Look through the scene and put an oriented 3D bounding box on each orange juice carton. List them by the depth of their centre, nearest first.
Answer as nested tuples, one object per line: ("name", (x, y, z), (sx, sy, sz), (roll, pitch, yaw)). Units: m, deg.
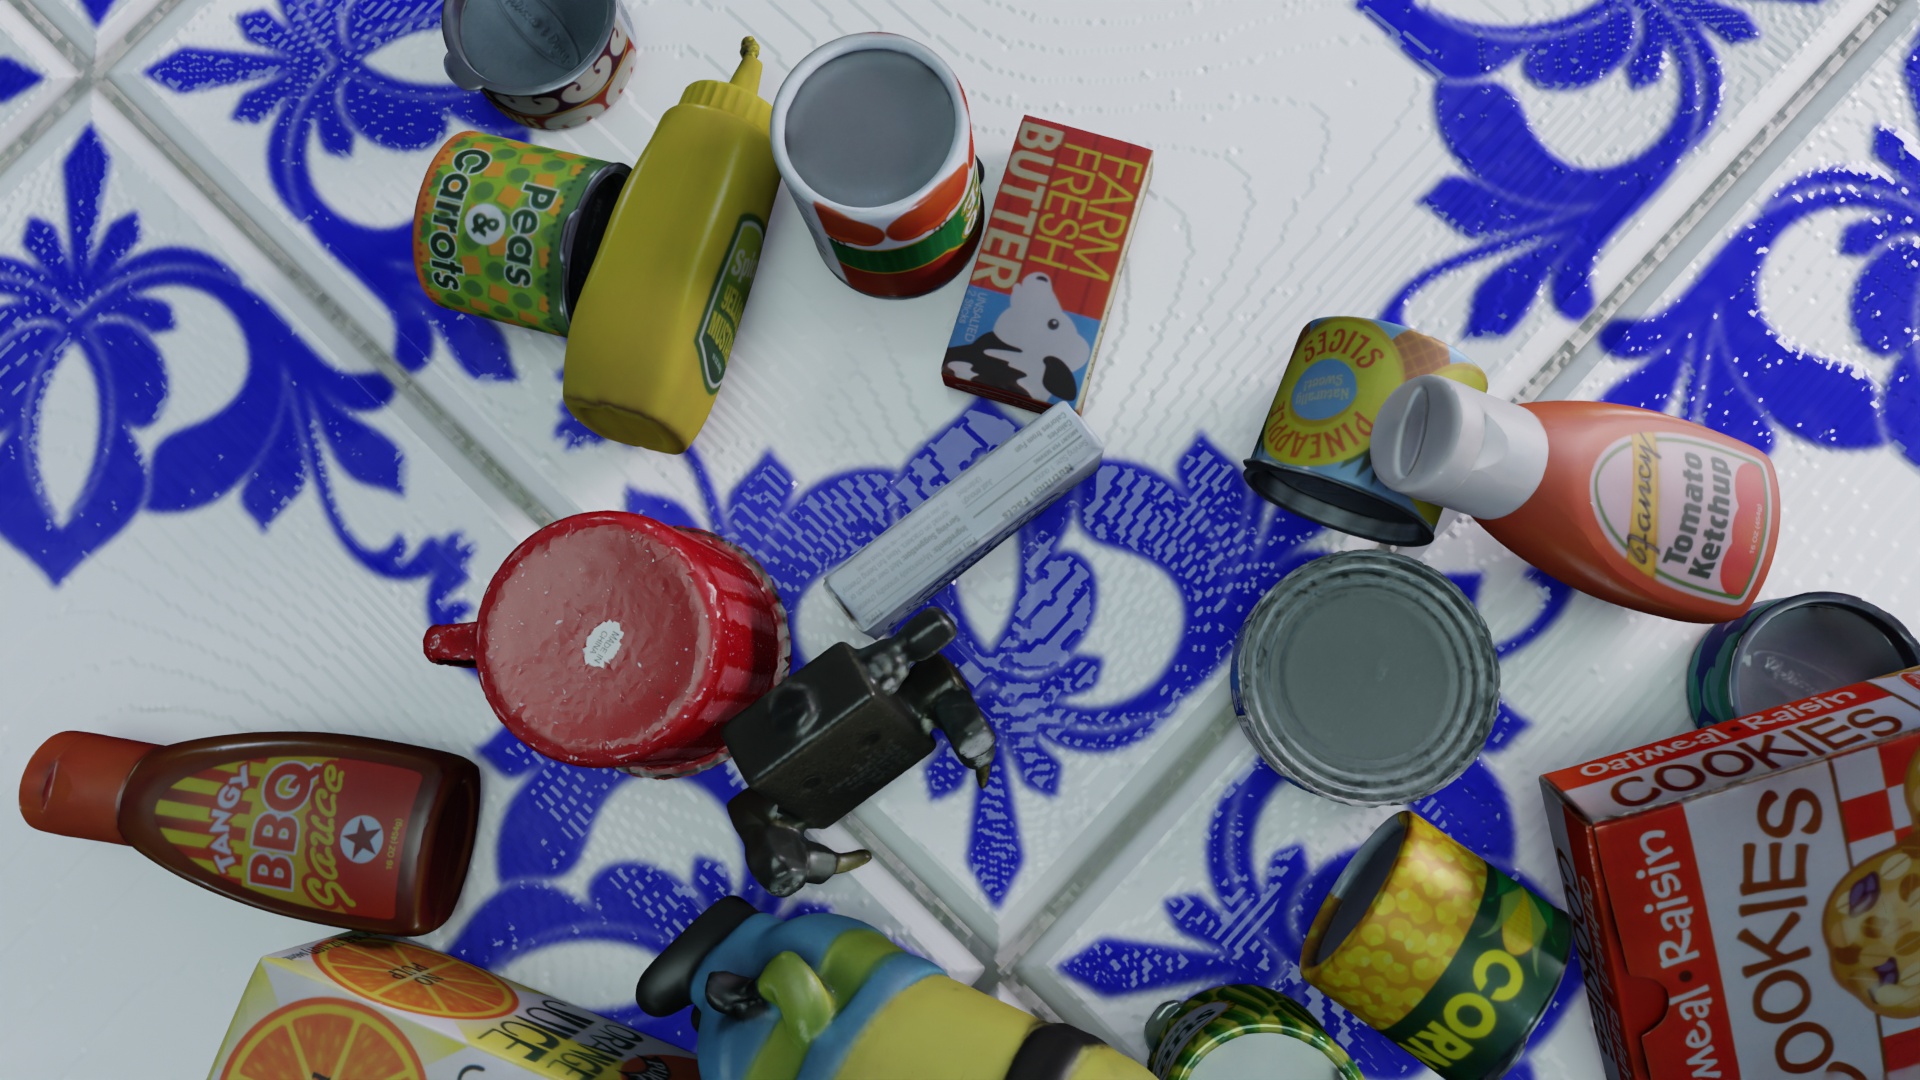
("orange juice carton", (-0.139, 0.197, 0.451), (0.193, 0.071, 0.073), (19, 84, 7))

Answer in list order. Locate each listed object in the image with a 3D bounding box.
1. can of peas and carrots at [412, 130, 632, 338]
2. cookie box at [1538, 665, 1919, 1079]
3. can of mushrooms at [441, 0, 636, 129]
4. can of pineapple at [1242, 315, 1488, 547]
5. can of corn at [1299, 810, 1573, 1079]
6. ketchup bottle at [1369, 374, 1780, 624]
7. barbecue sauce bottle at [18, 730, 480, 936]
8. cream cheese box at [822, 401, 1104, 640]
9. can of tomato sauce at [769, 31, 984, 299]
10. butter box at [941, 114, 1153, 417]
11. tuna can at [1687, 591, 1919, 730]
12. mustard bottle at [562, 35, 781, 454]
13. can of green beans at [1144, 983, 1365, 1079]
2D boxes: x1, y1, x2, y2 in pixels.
("can of peas and carrots", (-0.155, -0.109, 0.499), (0.059, 0.071, 0.071), (14, 83, 6))
("cookie box", (0.278, 0.111, 0.430), (0.167, 0.040, 0.122), (-17, 103, 3))
("can of mushrooms", (-0.162, -0.192, 0.531), (0.071, 0.033, 0.071), (0, 82, 3))
("can of pineapple", (0.136, -0.037, 0.471), (0.071, 0.071, 0.058), (22, 83, 6))
("can of corn", (0.150, 0.131, 0.444), (0.058, 0.071, 0.071), (34, 85, 8))
("ketchup bottle", (0.196, -0.016, 0.442), (0.149, 0.043, 0.064), (13, 86, -27))
("barbecue sauce bottle", (-0.249, 0.096, 0.488), (0.148, 0.043, 0.065), (8, 82, 5))
("cream cheese box", (0.002, -0.006, 0.482), (0.104, 0.053, 0.024), (-37, 83, -2))
("can of tomato sauce", (-0.025, -0.130, 0.487), (0.071, 0.083, 0.071), (-1, 82, 4))
("butter box", (0.032, -0.099, 0.509), (0.053, 0.024, 0.103), (16, 83, 5))
("tuna can", (0.283, 0.053, 0.466), (0.071, 0.033, 0.071), (0, 82, 3))
("mustard bottle", (-0.096, -0.113, 0.501), (0.049, 0.065, 0.160), (15, 79, 3))
("can of green beans", (0.095, 0.181, 0.446), (0.071, 0.057, 0.071), (-1, 82, 4))
